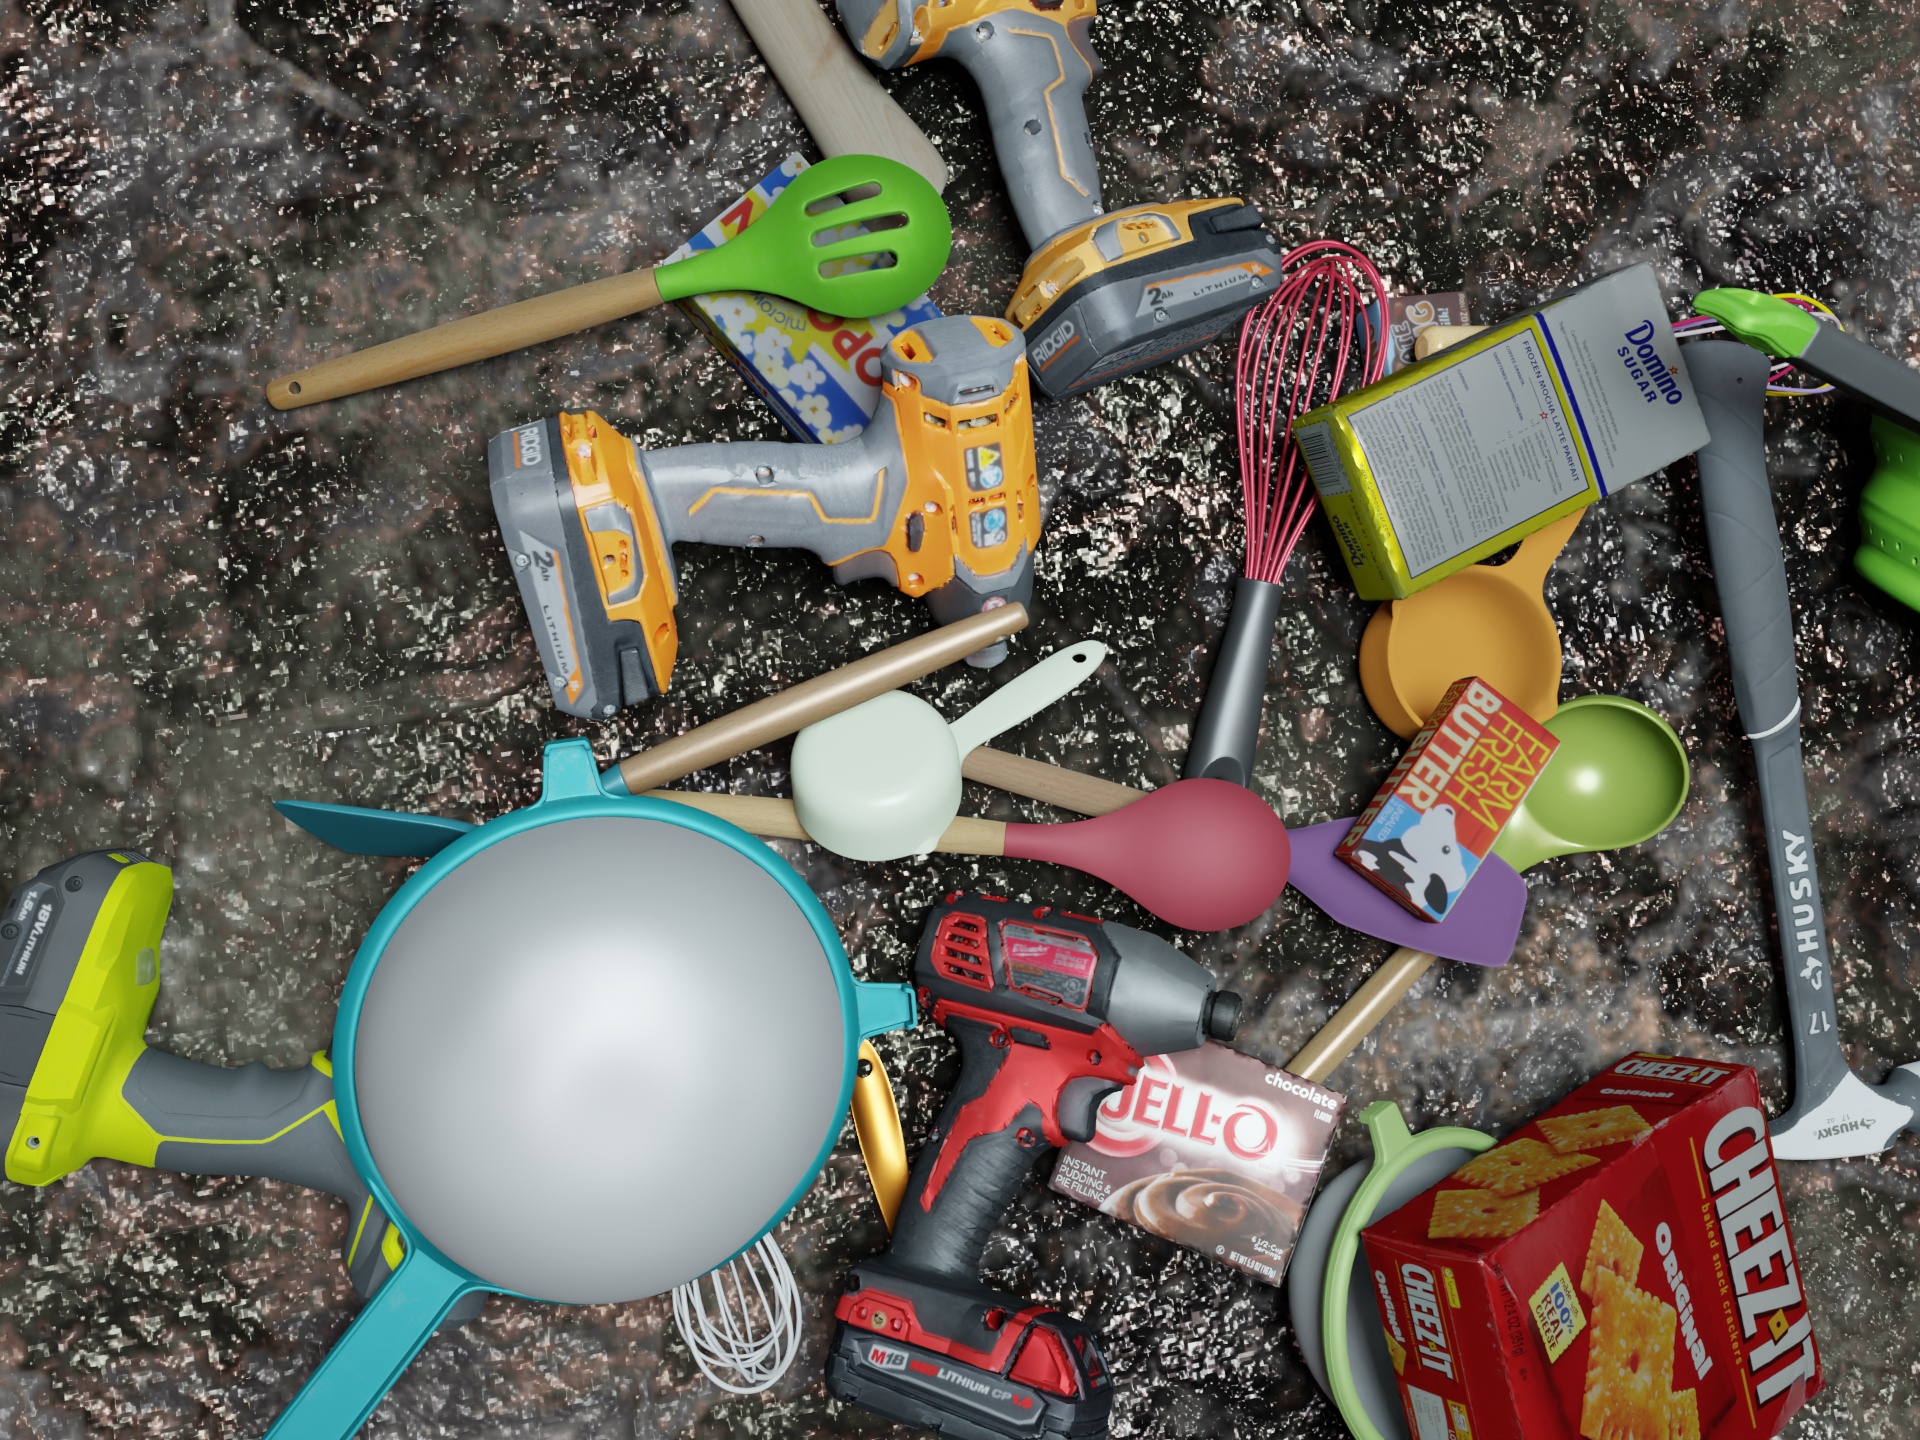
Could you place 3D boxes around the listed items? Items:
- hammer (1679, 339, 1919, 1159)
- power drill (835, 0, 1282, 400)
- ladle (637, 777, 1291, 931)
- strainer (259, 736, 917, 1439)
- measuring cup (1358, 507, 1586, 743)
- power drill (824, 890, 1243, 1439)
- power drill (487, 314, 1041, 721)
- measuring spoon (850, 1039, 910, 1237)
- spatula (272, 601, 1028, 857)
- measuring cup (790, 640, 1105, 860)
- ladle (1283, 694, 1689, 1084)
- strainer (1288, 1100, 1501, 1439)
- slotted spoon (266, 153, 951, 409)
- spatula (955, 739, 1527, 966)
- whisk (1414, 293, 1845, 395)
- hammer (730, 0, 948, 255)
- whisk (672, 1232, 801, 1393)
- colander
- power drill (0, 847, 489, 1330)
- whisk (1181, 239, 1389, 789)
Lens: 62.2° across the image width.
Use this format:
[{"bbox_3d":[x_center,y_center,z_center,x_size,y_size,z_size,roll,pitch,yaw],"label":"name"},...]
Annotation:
[{"bbox_3d":[0.394,0.019,0.777,0.149,0.036,0.409,-12,95,-8],"label":"hammer"},{"bbox_3d":[0.065,-0.283,0.745,0.185,0.084,0.226,-25,88,-28],"label":"power drill"},{"bbox_3d":[-0.006,0.050,0.718,0.315,0.031,0.069,5,83,1],"label":"ladle"},{"bbox_3d":[-0.173,0.187,0.604,0.211,0.095,0.340,40,81,-14],"label":"strainer"},{"bbox_3d":[0.261,-0.063,0.778,0.095,0.052,0.174,34,79,-5],"label":"measuring cup"},{"bbox_3d":[0.033,0.190,0.681,0.143,0.078,0.220,10,76,20],"label":"power drill"},{"bbox_3d":[-0.074,-0.074,0.694,0.226,0.084,0.164,-14,126,-9],"label":"power drill"},{"bbox_3d":[-0.035,0.203,0.731,0.021,0.011,0.117,-12,84,-17],"label":"measuring spoon"},{"bbox_3d":[-0.122,0.005,0.676,0.317,0.082,0.044,-22,71,-5],"label":"spatula"},{"bbox_3d":[-0.001,-0.002,0.713,0.167,0.038,0.083,-32,59,-18],"label":"measuring cup"},{"bbox_3d":[0.221,0.111,0.756,0.320,0.062,0.078,-44,86,-7],"label":"ladle"},{"bbox_3d":[0.180,0.305,0.712,0.151,0.069,0.256,32,72,-28],"label":"strainer"},{"bbox_3d":[-0.157,-0.183,0.703,0.314,0.031,0.070,-15,97,4],"label":"slotted spoon"},{"bbox_3d":[0.109,0.047,0.741,0.316,0.018,0.060,16,85,1],"label":"spatula"},{"bbox_3d":[0.337,-0.188,0.790,0.245,0.051,0.047,-3,115,-15],"label":"whisk"},{"bbox_3d":[-0.133,-0.403,0.751,0.146,0.038,0.410,-29,91,-9],"label":"hammer"},{"bbox_3d":[-0.123,0.174,0.704,0.059,0.058,0.246,-13,84,-44],"label":"whisk"},{"bbox_3d":[0.446,-0.100,0.734,0.396,0.205,0.094,11,117,-32],"label":"colander"},{"bbox_3d":[-0.282,0.140,0.664,0.223,0.080,0.171,19,83,-11],"label":"power drill"},{"bbox_3d":[0.147,-0.085,0.761,0.073,0.073,0.296,13,90,-8],"label":"whisk"}]
